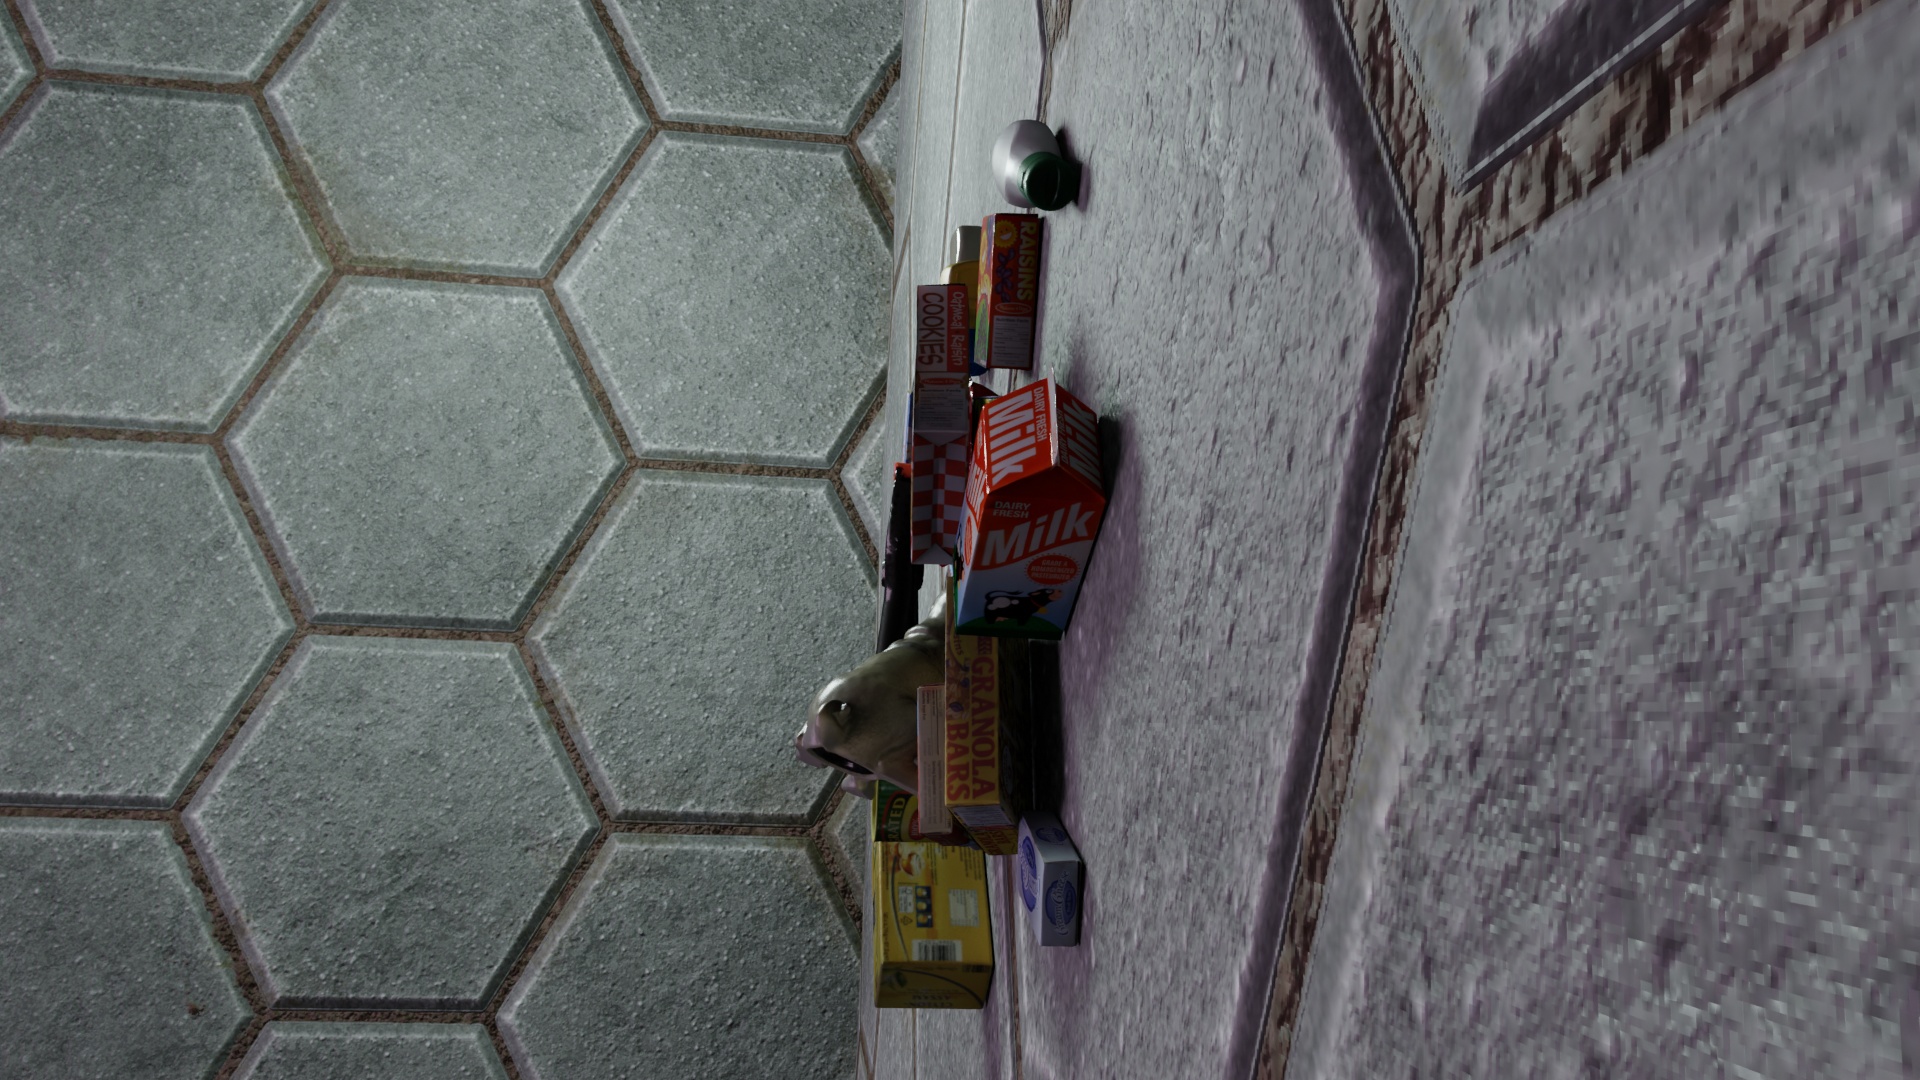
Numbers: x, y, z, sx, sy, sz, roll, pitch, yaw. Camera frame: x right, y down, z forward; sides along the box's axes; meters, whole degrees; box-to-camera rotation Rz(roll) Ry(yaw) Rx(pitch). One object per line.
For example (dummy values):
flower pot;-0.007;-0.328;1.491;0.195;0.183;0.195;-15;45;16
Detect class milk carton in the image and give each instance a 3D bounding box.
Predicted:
milk carton;0.042;-0.020;0.860;0.189;0.073;0.073;102;169;-51

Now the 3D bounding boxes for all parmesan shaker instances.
parmesan shaker;-0.022;0.221;1.176;0.071;0.103;0.071;-174;87;-83

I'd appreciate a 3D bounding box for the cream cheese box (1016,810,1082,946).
cream cheese box;0.054;0.209;0.866;0.104;0.024;0.053;-136;48;-82

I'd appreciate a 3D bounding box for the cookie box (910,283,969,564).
cookie box;-0.013;-0.085;0.986;0.168;0.040;0.122;-90;2;-46

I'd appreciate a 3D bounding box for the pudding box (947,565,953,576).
pudding box;0.004;0.050;1.352;0.084;0.030;0.049;-102;15;-66

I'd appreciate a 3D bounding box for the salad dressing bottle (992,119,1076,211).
salad dressing bottle;0.054;-0.269;1.012;0.148;0.044;0.064;-105;21;-66

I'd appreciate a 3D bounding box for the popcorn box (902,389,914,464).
popcorn box;-0.011;-0.076;1.298;0.038;0.085;0.126;-128;41;-79

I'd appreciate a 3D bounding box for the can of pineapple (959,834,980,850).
can of pineapple;0.006;0.205;1.115;0.057;0.071;0.071;102;169;-53

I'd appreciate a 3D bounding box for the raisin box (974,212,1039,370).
raisin box;0.038;-0.204;1.137;0.086;0.040;0.123;-118;30;-79

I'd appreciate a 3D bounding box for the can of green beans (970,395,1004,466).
can of green beans;0.040;-0.065;0.931;0.071;0.071;0.058;-169;82;-83

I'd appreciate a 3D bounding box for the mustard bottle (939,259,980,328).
mustard bottle;0.011;-0.223;1.276;0.160;0.065;0.049;-154;63;-87

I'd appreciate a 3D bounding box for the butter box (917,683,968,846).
butter box;-0.012;0.155;0.955;0.053;0.024;0.104;56;-150;-66

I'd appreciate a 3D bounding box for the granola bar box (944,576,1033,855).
granola bar box;0.020;0.122;0.966;0.123;0.039;0.166;63;-157;-59

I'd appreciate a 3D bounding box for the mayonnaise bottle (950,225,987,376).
mayonnaise bottle;0.010;-0.238;1.394;0.064;0.041;0.148;108;163;-71
